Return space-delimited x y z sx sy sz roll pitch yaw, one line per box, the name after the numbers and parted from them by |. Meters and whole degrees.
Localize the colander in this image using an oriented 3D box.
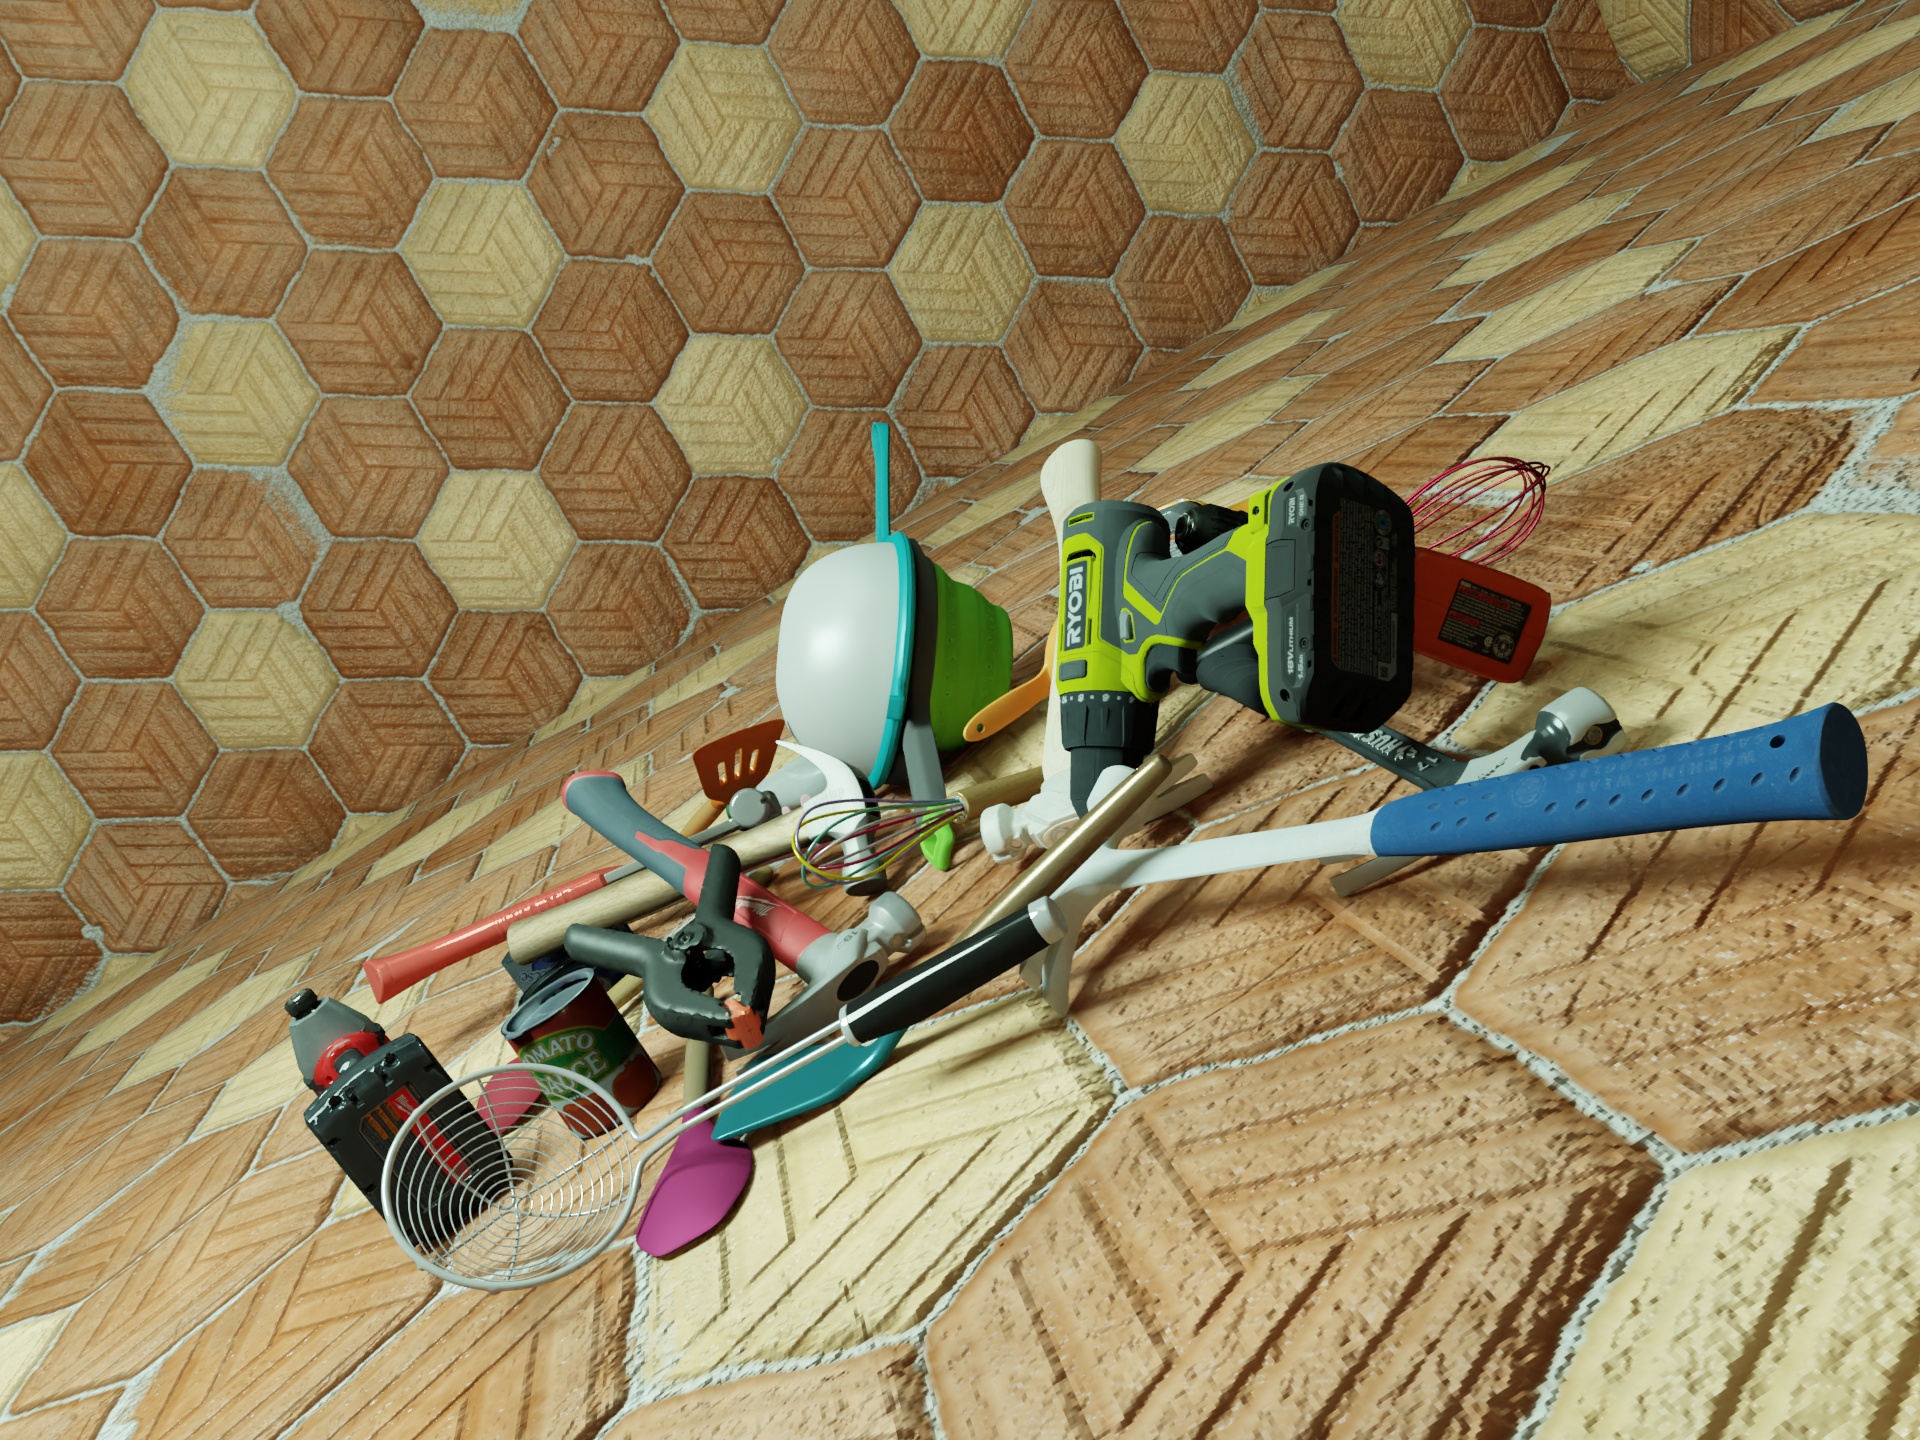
-0.002 -0.004 1.252 0.094 0.204 0.397 6 29 -11 | colander

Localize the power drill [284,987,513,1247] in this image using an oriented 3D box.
-0.378 0.246 1.035 0.078 0.143 0.220 -39 18 -23 | power drill

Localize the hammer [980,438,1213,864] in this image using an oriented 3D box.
0.094 -0.076 1.122 0.146 0.038 0.411 -20 39 22 | hammer

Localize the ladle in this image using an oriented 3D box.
-0.241 0.196 1.177 0.069 0.031 0.315 -17 17 44 | ladle

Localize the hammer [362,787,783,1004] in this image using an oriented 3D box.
-0.314 0.143 1.310 0.359 0.037 0.149 -24 -7 -4 | hammer

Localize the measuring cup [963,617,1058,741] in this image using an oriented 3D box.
0.081 -0.027 1.162 0.173 0.095 0.052 -32 22 -26 | measuring cup

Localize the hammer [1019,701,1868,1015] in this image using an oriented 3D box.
0.175 0.054 0.693 0.405 0.035 0.144 -16 36 51 | hammer

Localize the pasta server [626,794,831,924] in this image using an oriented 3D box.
-0.202 0.119 1.274 0.316 0.040 0.060 -24 -6 33 | pasta server

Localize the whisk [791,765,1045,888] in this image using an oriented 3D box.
-0.015 0.065 1.028 0.047 0.051 0.245 16 20 39 | whisk

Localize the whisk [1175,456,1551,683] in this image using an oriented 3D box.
0.275 -0.098 1.111 0.296 0.073 0.073 -30 12 28 | whisk

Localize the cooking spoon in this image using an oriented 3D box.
-0.155 0.218 0.932 0.069 0.017 0.319 -30 15 0 | cooking spoon

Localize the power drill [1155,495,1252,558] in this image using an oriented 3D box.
0.177 -0.132 1.312 0.185 0.084 0.226 -19 2 36 | power drill

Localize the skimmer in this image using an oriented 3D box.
-0.119 0.170 0.791 0.363 0.090 0.127 -30 48 13 | skimmer

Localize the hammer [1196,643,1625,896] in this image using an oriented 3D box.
0.211 0.003 0.923 0.149 0.036 0.409 -31 13 -2 | hammer

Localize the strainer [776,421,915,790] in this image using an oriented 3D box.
-0.102 -0.109 1.316 0.095 0.341 0.211 5 -27 -12 | strainer

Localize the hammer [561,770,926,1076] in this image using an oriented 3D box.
-0.189 0.114 1.080 0.143 0.038 0.387 -38 35 -23 | hammer

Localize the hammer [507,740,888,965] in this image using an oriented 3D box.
-0.206 0.113 1.185 0.331 0.130 0.031 -23 -27 21 | hammer

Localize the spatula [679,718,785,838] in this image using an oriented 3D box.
-0.218 0.067 1.390 0.081 0.041 0.322 -21 -7 -24 | spatula

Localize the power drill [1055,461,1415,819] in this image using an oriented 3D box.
0.135 -0.039 0.880 0.080 0.191 0.228 9 -10 -34 | power drill

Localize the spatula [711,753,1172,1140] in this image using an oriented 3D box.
-0.010 0.120 0.830 0.317 0.044 0.082 -46 6 20 | spatula
